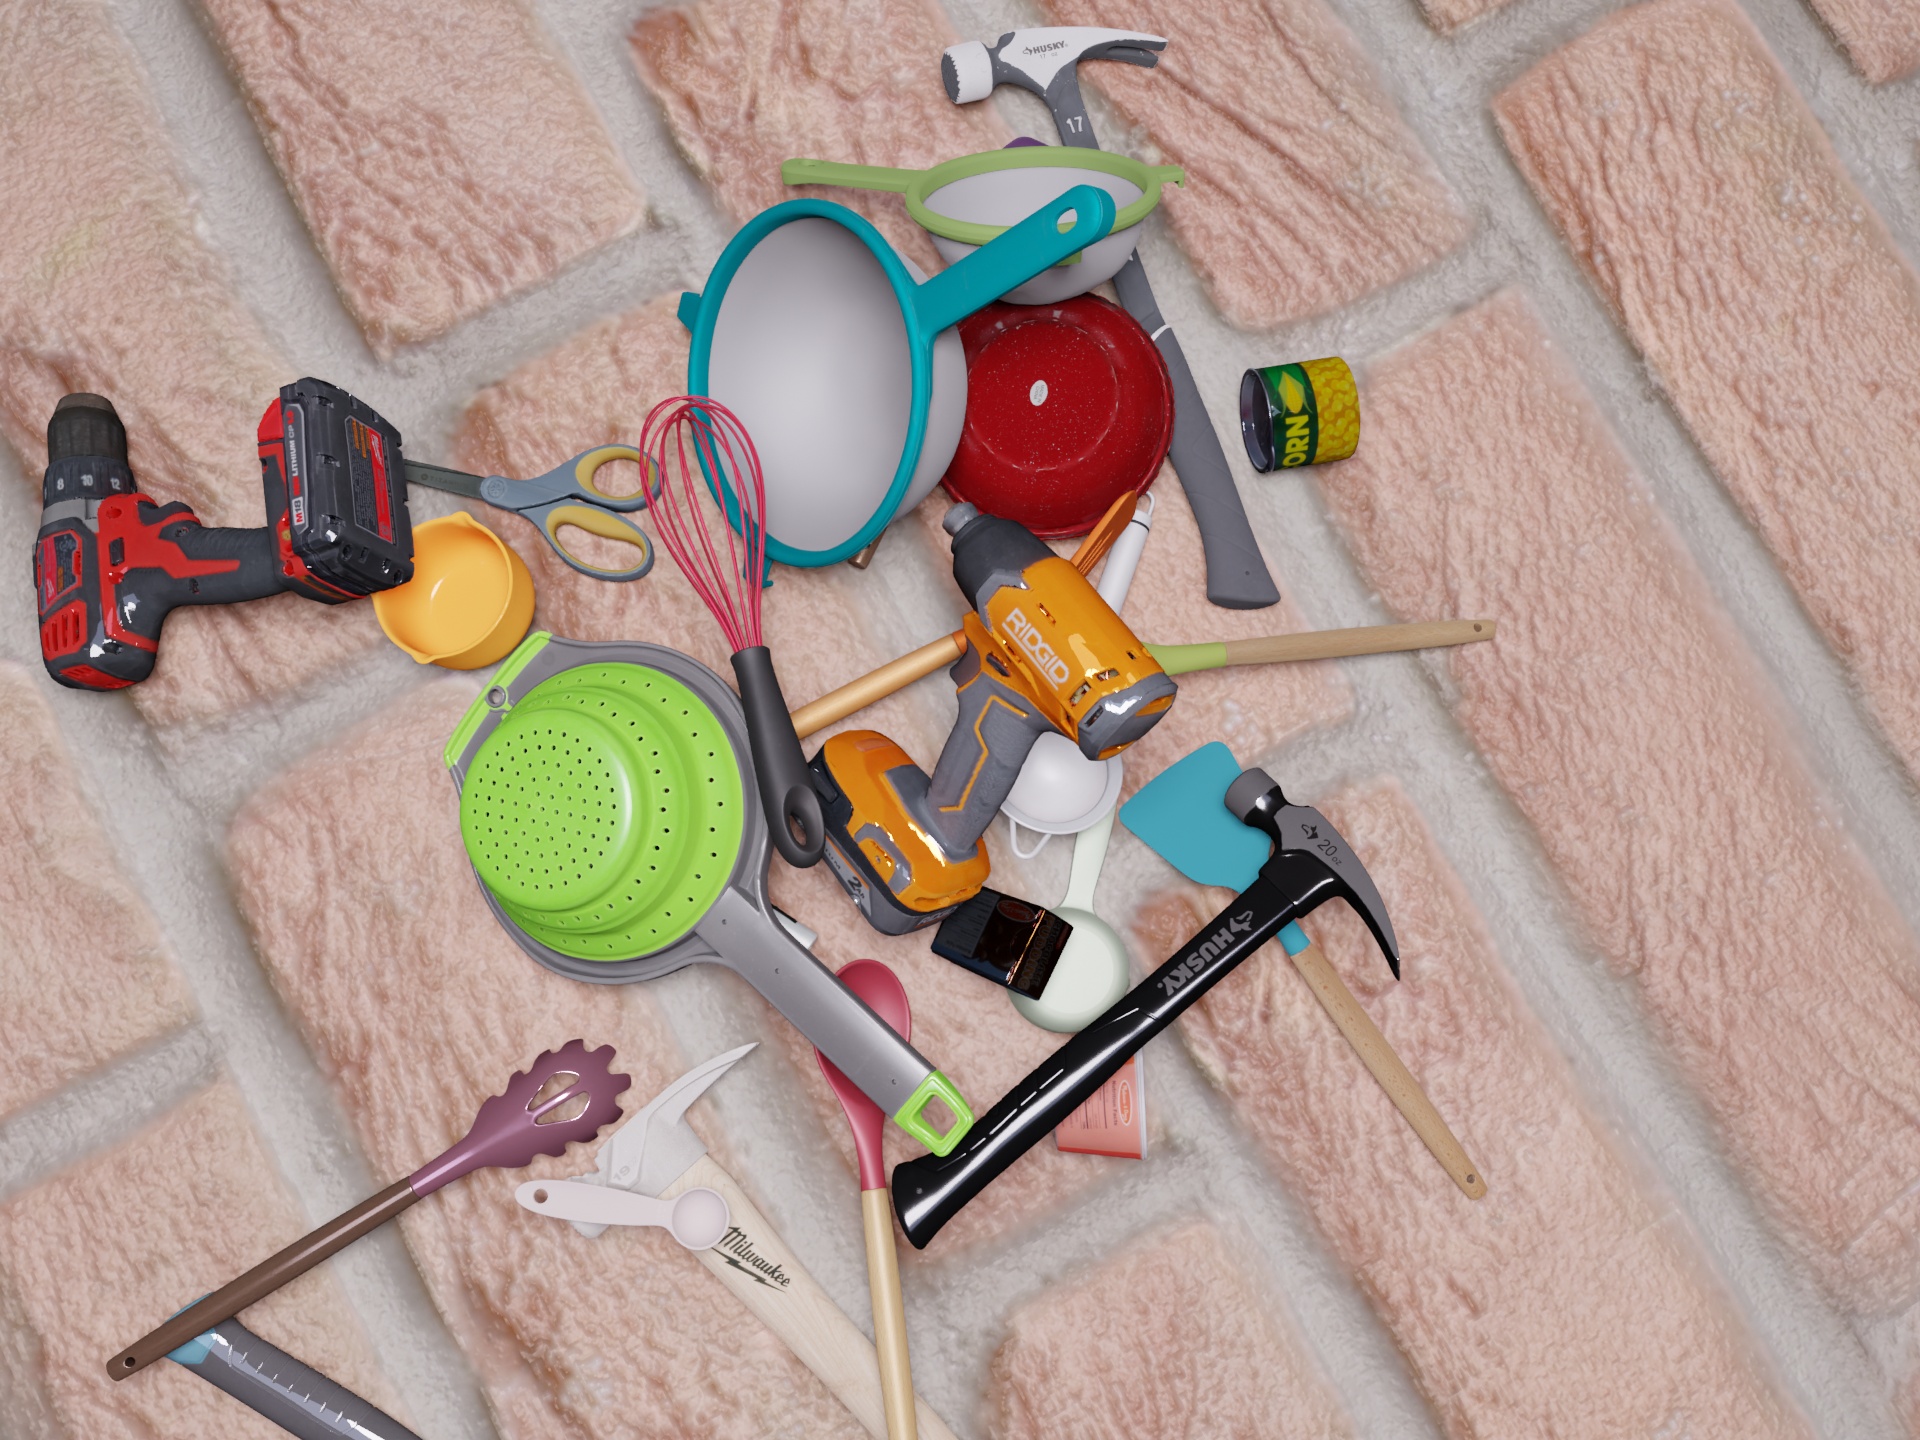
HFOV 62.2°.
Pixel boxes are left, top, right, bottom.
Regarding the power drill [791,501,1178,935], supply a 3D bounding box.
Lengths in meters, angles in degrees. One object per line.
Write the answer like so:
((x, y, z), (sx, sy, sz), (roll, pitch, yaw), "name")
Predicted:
((-0.001, -0.003, 0.897), (0.164, 0.084, 0.226), (52, 122, 18), "power drill")

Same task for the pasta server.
((-0.335, 0.282, 0.913), (0.316, 0.040, 0.060), (-31, 83, -10), "pasta server")

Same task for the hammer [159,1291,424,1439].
((-0.311, 0.424, 0.905), (0.331, 0.033, 0.128), (30, 80, 3), "hammer")

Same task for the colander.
((-0.155, 0.103, 0.888), (0.397, 0.094, 0.204), (40, 97, 14), "colander")

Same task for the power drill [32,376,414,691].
((-0.451, -0.131, 0.948), (0.226, 0.080, 0.188), (-15, 74, 12), "power drill")

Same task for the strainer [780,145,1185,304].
((-0.001, -0.301, 0.975), (0.256, 0.069, 0.151), (16, 41, 27), "strainer")

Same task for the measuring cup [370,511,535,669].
((-0.344, -0.081, 0.977), (0.173, 0.052, 0.095), (9, 80, 13), "measuring cup")

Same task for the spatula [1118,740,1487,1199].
((0.222, 0.159, 0.975), (0.082, 0.044, 0.317), (-35, 89, -6), "spatula")

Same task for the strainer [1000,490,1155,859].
((0.078, -0.030, 0.990), (0.087, 0.050, 0.258), (20, 75, 0), "strainer")

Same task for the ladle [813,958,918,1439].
((-0.045, 0.295, 0.909), (0.069, 0.031, 0.316), (6, 66, -35), "ladle")

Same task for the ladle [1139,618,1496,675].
((0.188, -0.046, 0.966), (0.320, 0.062, 0.078), (-6, 79, -14), "ladle")

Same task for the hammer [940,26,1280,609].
((0.122, -0.262, 1.026), (0.149, 0.036, 0.409), (-18, 84, -14), "hammer")

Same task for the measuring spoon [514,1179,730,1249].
((-0.191, 0.277, 0.905), (0.124, 0.018, 0.034), (7, 77, 3), "measuring spoon")

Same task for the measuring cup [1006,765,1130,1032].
((0.075, 0.107, 0.967), (0.083, 0.038, 0.167), (13, 83, 0), "measuring cup")

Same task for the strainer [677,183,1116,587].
((-0.022, -0.215, 0.914), (0.095, 0.340, 0.211), (-10, 83, -46), "strainer")

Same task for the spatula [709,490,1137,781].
((-0.028, -0.044, 0.971), (0.322, 0.081, 0.041), (-27, 83, 4), "spatula")

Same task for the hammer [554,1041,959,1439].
((-0.048, 0.378, 0.922), (0.146, 0.038, 0.411), (-42, 85, -9), "hammer")

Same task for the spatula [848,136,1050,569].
((-0.006, -0.241, 1.029), (0.060, 0.018, 0.316), (23, 80, -3), "spatula")

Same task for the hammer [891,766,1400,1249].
((0.097, 0.178, 0.901), (0.335, 0.035, 0.146), (-39, 58, -7), "hammer")

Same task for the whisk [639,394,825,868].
((-0.127, -0.056, 0.914), (0.073, 0.073, 0.296), (-16, 76, -5), "whisk")
